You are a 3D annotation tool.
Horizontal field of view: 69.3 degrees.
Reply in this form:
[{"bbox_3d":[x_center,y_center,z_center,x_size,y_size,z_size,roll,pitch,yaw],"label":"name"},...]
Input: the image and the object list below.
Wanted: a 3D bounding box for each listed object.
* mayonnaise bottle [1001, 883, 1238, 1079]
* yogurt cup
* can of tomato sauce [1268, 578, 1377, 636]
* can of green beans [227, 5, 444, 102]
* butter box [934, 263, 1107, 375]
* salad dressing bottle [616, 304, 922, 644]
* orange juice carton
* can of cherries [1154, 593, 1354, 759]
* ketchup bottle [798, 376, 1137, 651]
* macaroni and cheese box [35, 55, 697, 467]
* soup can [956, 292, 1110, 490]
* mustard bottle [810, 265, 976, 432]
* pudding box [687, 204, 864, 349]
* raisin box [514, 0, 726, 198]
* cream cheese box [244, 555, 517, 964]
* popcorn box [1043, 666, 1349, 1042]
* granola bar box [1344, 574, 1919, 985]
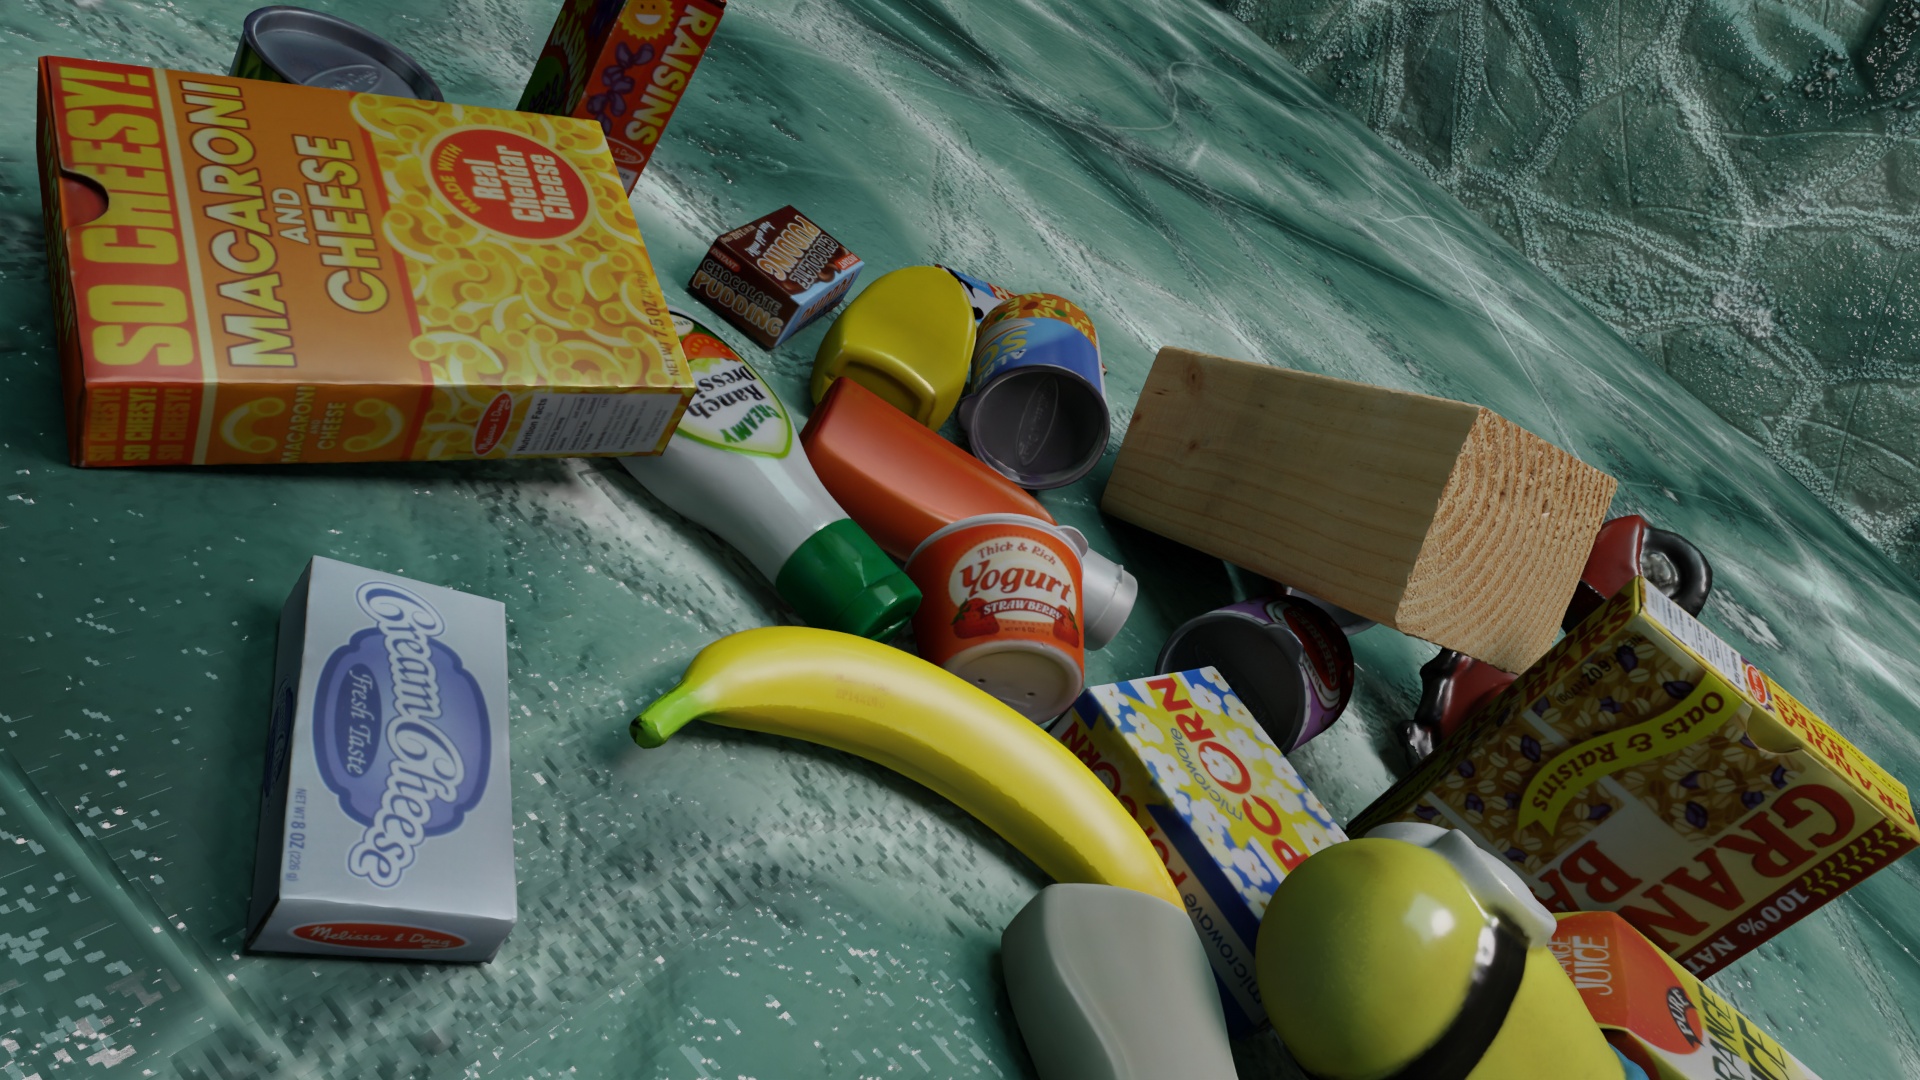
[{"bbox_3d":[0.054,0.166,0.375,0.065,0.041,0.149,19,35,-27],"label":"mayonnaise bottle"},{"bbox_3d":[0.014,0.032,0.499,0.072,0.072,0.054,21,41,-27],"label":"yogurt cup"},{"bbox_3d":[0.191,0.002,0.735,0.071,0.071,0.083,23,33,-24],"label":"can of tomato sauce"},{"bbox_3d":[-0.225,-0.144,0.490,0.071,0.057,0.071,28,30,-18],"label":"can of green beans"},{"bbox_3d":[0.029,-0.114,0.763,0.103,0.024,0.053,14,37,-36],"label":"butter box"},{"bbox_3d":[-0.075,-0.021,0.494,0.148,0.043,0.064,46,40,15],"label":"salad dressing bottle"},{"bbox_3d":[0.256,0.208,0.503,0.193,0.072,0.072,39,29,4],"label":"orange juice carton"},{"bbox_3d":[0.125,0.057,0.577,0.071,0.071,0.058,49,30,20],"label":"can of cherries"},{"bbox_3d":[0.002,-0.007,0.560,0.149,0.043,0.065,31,30,-12],"label":"ketchup bottle"},{"bbox_3d":[-0.180,-0.084,0.426,0.167,0.040,0.124,-4,58,-37],"label":"macaroni and cheese box"},{"bbox_3d":[0.034,-0.075,0.671,0.071,0.071,0.084,29,30,-16],"label":"soup can"},{"bbox_3d":[-0.023,-0.096,0.654,0.065,0.048,0.161,30,29,-5],"label":"mustard bottle"},{"bbox_3d":[-0.084,-0.123,0.646,0.049,0.030,0.084,38,29,-1],"label":"pudding box"},{"bbox_3d":[-0.147,-0.197,0.586,0.040,0.123,0.086,16,35,-33],"label":"raisin box"},{"bbox_3d":[-0.139,0.052,0.340,0.053,0.024,0.104,18,35,-34],"label":"cream cheese box"},{"bbox_3d":[0.095,0.108,0.504,0.085,0.038,0.127,-2,48,-47],"label":"popcorn box"},{"bbox_3d":[0.248,0.113,0.536,0.124,0.164,0.039,40,31,5],"label":"granola bar box"}]
